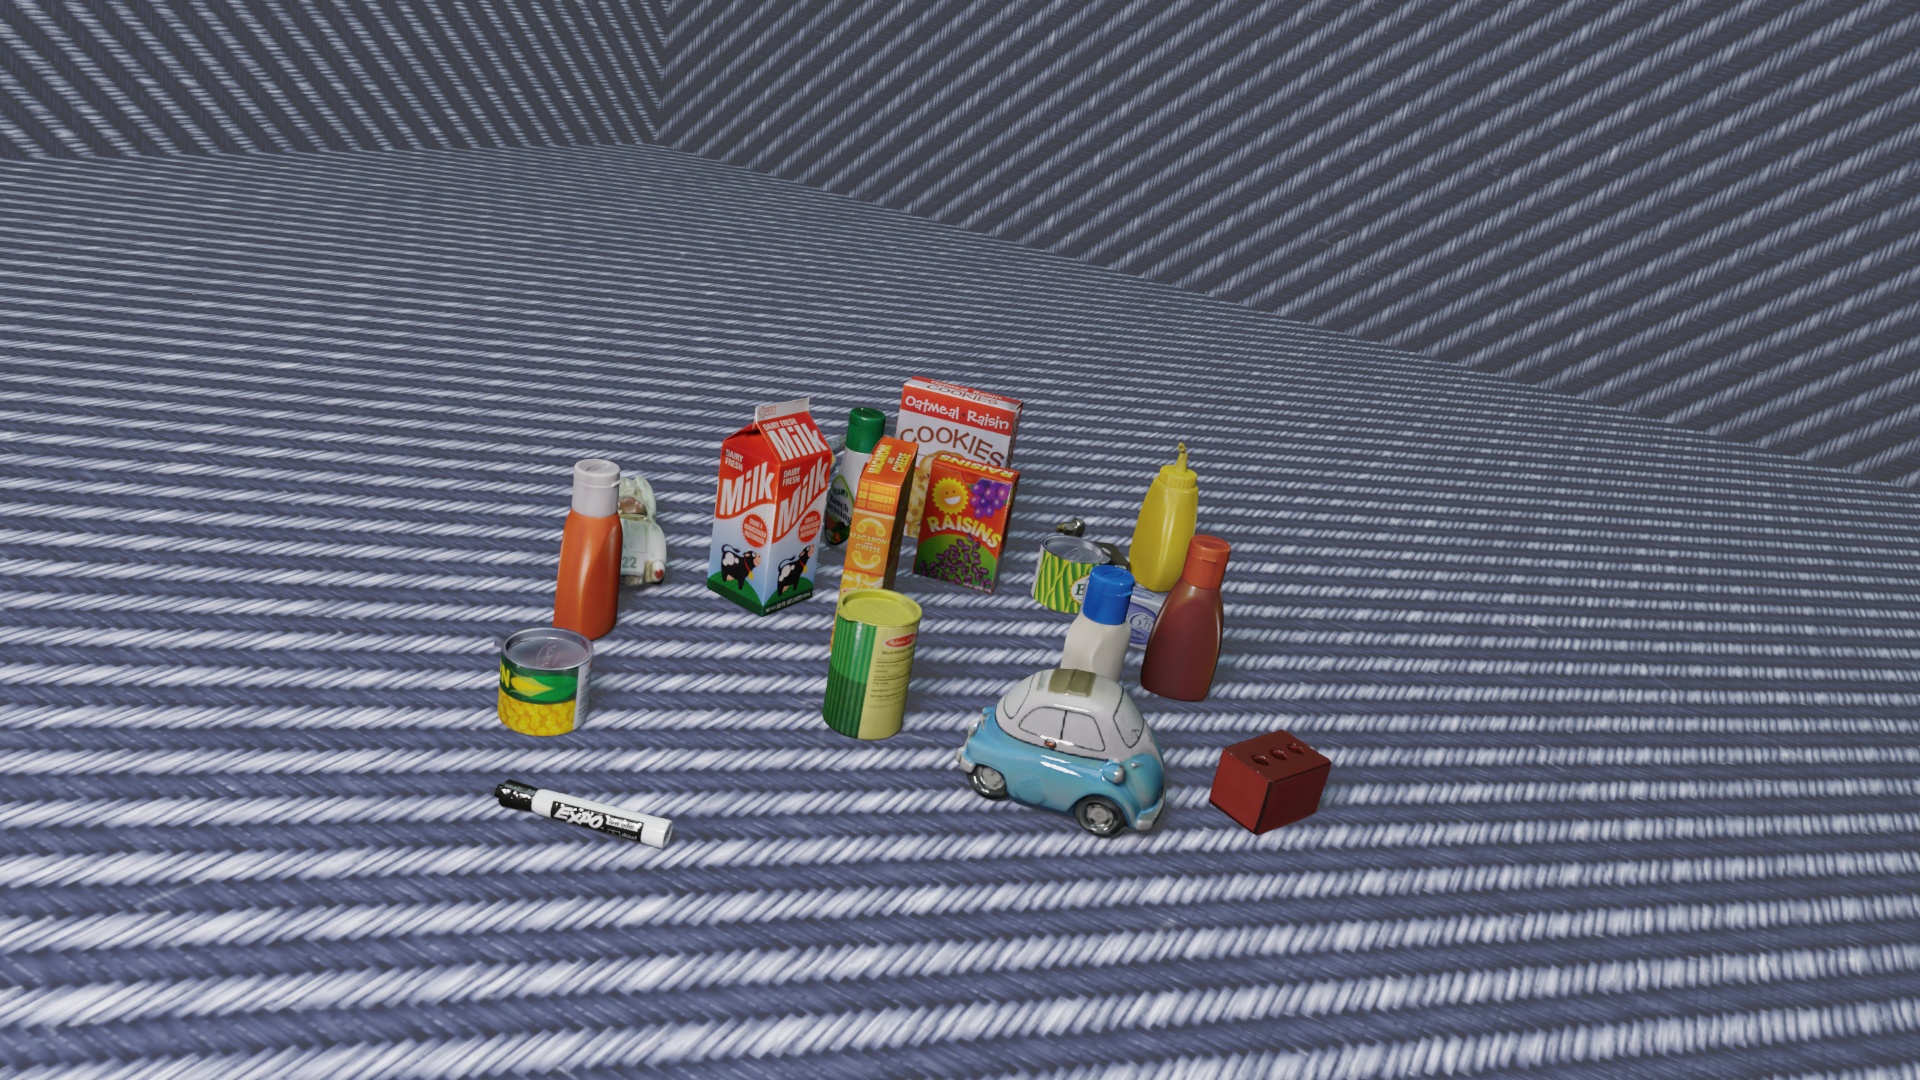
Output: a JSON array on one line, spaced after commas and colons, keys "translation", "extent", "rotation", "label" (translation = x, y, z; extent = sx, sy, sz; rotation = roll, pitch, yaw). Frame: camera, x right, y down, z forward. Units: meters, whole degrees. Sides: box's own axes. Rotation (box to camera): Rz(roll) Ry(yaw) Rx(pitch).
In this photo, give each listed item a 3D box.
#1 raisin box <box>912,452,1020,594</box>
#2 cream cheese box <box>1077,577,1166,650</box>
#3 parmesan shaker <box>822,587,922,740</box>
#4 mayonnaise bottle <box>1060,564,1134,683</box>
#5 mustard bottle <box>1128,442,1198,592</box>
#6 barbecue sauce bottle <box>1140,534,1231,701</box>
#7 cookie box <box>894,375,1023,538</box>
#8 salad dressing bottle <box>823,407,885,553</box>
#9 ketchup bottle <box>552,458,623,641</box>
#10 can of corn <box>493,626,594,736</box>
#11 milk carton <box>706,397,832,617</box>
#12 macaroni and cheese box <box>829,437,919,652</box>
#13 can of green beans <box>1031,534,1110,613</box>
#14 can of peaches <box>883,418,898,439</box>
[{"translation": [0.005, -0.017, 1.389], "extent": [0.086, 0.123, 0.040], "rotation": [15, 22, 11], "label": "raisin box"}, {"translation": [0.166, 0.074, 1.336], "extent": [0.104, 0.053, 0.024], "rotation": [18, 23, 16], "label": "cream cheese box"}, {"translation": [-0.073, 0.098, 1.099], "extent": [0.071, 0.102, 0.071], "rotation": [9, 22, -4], "label": "parmesan shaker"}, {"translation": [0.109, 0.093, 1.136], "extent": [0.041, 0.147, 0.065], "rotation": [28, 27, 36], "label": "mayonnaise bottle"}, {"translation": [0.221, -0.027, 1.463], "extent": [0.049, 0.159, 0.065], "rotation": [-3, 25, -30], "label": "mustard bottle"}, {"translation": [0.206, 0.069, 1.239], "extent": [0.065, 0.148, 0.044], "rotation": [12, 22, 3], "label": "barbecue sauce bottle"}, {"translation": [-0.011, -0.080, 1.474], "extent": [0.123, 0.166, 0.040], "rotation": [15, 22, 9], "label": "cookie box"}, {"translation": [-0.105, -0.061, 1.411], "extent": [0.044, 0.147, 0.064], "rotation": [-7, 28, -38], "label": "salad dressing bottle"}, {"translation": [-0.305, 0.008, 1.150], "extent": [0.043, 0.148, 0.065], "rotation": [16, 22, 13], "label": "ketchup bottle"}, {"translation": [-0.311, 0.104, 1.032], "extent": [0.071, 0.058, 0.071], "rotation": [9, 22, -4], "label": "can of corn"}, {"translation": [-0.172, -0.036, 1.262], "extent": [0.073, 0.189, 0.072], "rotation": [24, 25, 29], "label": "milk carton"}, {"translation": [-0.077, 0.005, 1.240], "extent": [0.040, 0.165, 0.124], "rotation": [12, 22, 2], "label": "macaroni and cheese box"}, {"translation": [0.108, 0.034, 1.400], "extent": [0.071, 0.057, 0.071], "rotation": [9, 22, -4], "label": "can of green beans"}, {"translation": [-0.082, -0.107, 1.654], "extent": [0.071, 0.057, 0.071], "rotation": [9, 22, -4], "label": "can of peaches"}]
